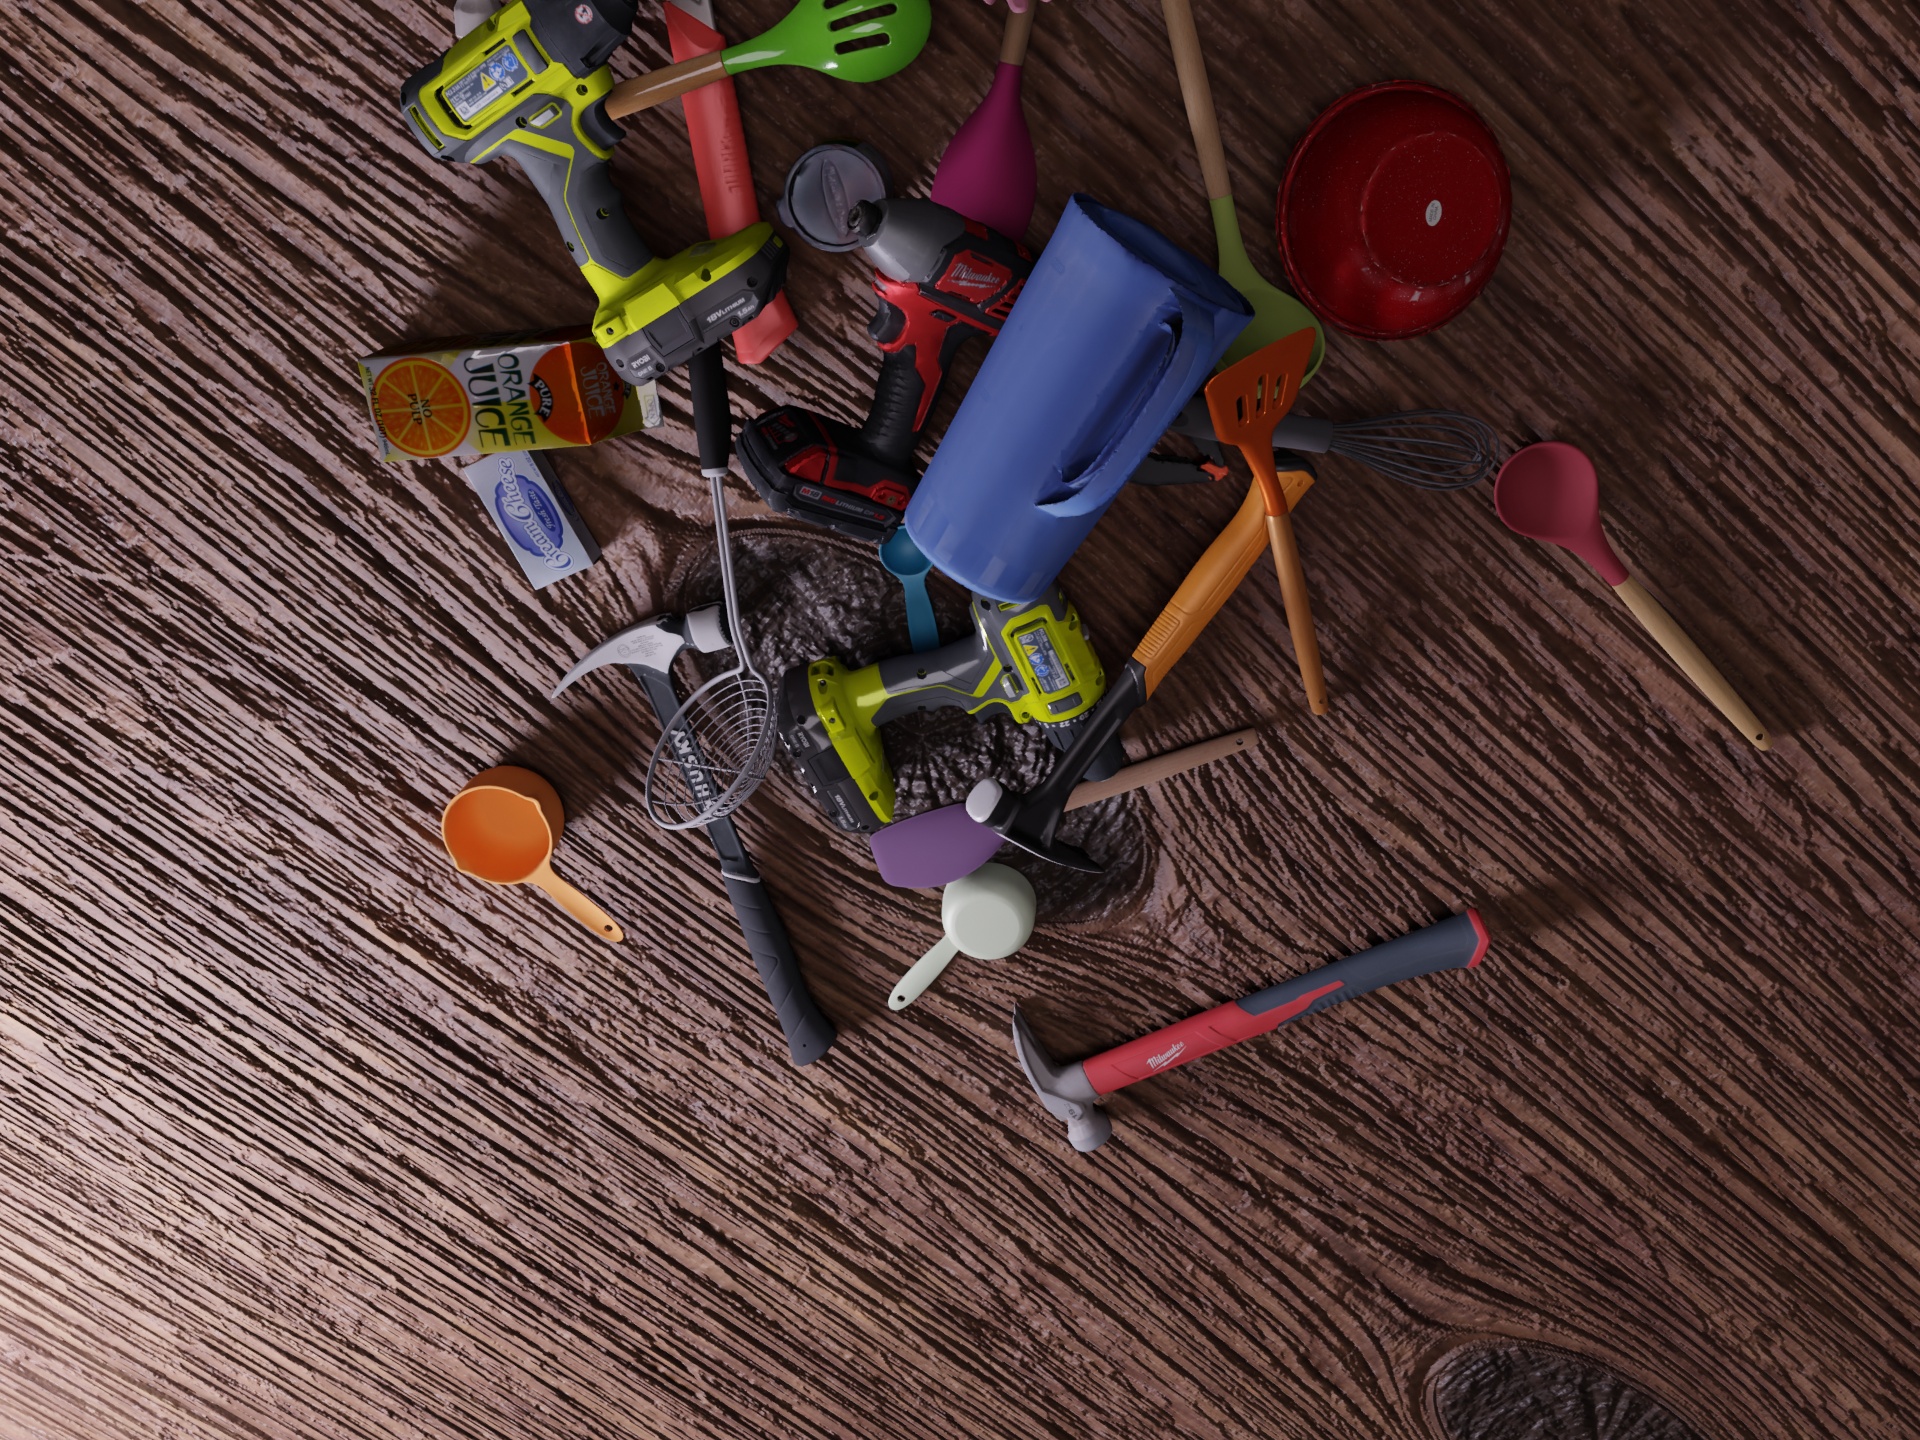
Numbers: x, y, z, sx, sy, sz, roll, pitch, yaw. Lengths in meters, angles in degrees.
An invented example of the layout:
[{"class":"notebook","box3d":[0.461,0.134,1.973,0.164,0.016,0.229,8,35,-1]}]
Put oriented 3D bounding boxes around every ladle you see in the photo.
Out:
[{"class":"ladle","box3d":[0.165,-0.361,1.012,0.078,0.062,0.320,-23,110,-14]},{"class":"ladle","box3d":[0.486,-0.084,1.131,0.069,0.031,0.315,-40,108,22]}]

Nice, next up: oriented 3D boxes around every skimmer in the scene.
[{"class":"skimmer","box3d":[-0.187,-0.109,1.103,0.090,0.127,0.363,-14,104,-38]}]

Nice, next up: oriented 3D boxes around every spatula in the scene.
[{"class":"spatula","box3d":[0.079,0.065,1.232,0.316,0.018,0.060,-20,95,13]},{"class":"spatula","box3d":[0.224,-0.120,1.082,0.081,0.041,0.322,-29,129,-8]}]

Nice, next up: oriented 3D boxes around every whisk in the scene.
[{"class":"whisk","box3d":[0.247,-0.194,1.072,0.239,0.055,0.055,7,115,-5]}]

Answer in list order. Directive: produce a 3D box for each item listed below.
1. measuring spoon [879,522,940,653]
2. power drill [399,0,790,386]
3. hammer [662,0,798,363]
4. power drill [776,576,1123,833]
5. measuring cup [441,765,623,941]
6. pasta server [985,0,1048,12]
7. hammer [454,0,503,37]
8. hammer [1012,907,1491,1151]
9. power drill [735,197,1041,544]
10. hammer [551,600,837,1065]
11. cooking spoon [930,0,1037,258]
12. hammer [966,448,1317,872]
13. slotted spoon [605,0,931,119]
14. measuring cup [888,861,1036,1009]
[{"class":"measuring spoon","box3d":[-0.031,-0.091,1.175,0.042,0.021,0.128,-7,123,4]},{"class":"power drill","box3d":[-0.212,-0.337,0.982,0.171,0.080,0.223,-25,117,22]},{"class":"hammer","box3d":[-0.173,-0.410,1.024,0.149,0.037,0.358,-6,114,7]},{"class":"power drill","box3d":[-0.002,-0.004,1.176,0.228,0.080,0.190,-21,121,11]},{"class":"measuring cup","box3d":[-0.329,0.107,1.266,0.095,0.052,0.173,-39,108,19]},{"class":"pasta server","box3d":[0.145,-0.520,0.938,0.316,0.040,0.060,-27,120,10]},{"class":"hammer","box3d":[-0.155,-0.466,0.946,0.331,0.031,0.130,8,119,10]},{"class":"hammer","box3d":[0.233,0.225,1.285,0.386,0.038,0.143,-25,109,15]},{"class":"power drill","box3d":[-0.052,-0.235,1.047,0.143,0.079,0.219,14,120,-39]},{"class":"hammer","box3d":[-0.187,0.107,1.264,0.149,0.036,0.408,-14,113,12]},{"class":"cooking spoon","box3d":[0.037,-0.442,1.004,0.068,0.017,0.318,12,115,-3]},{"class":"hammer","box3d":[0.145,-0.043,1.130,0.127,0.034,0.337,29,100,-38]},{"class":"slotted spoon","box3d":[-0.170,-0.401,0.995,0.314,0.031,0.070,-14,105,12]},{"class":"measuring cup","box3d":[-0.006,0.187,1.284,0.083,0.038,0.167,37,110,-12]}]
